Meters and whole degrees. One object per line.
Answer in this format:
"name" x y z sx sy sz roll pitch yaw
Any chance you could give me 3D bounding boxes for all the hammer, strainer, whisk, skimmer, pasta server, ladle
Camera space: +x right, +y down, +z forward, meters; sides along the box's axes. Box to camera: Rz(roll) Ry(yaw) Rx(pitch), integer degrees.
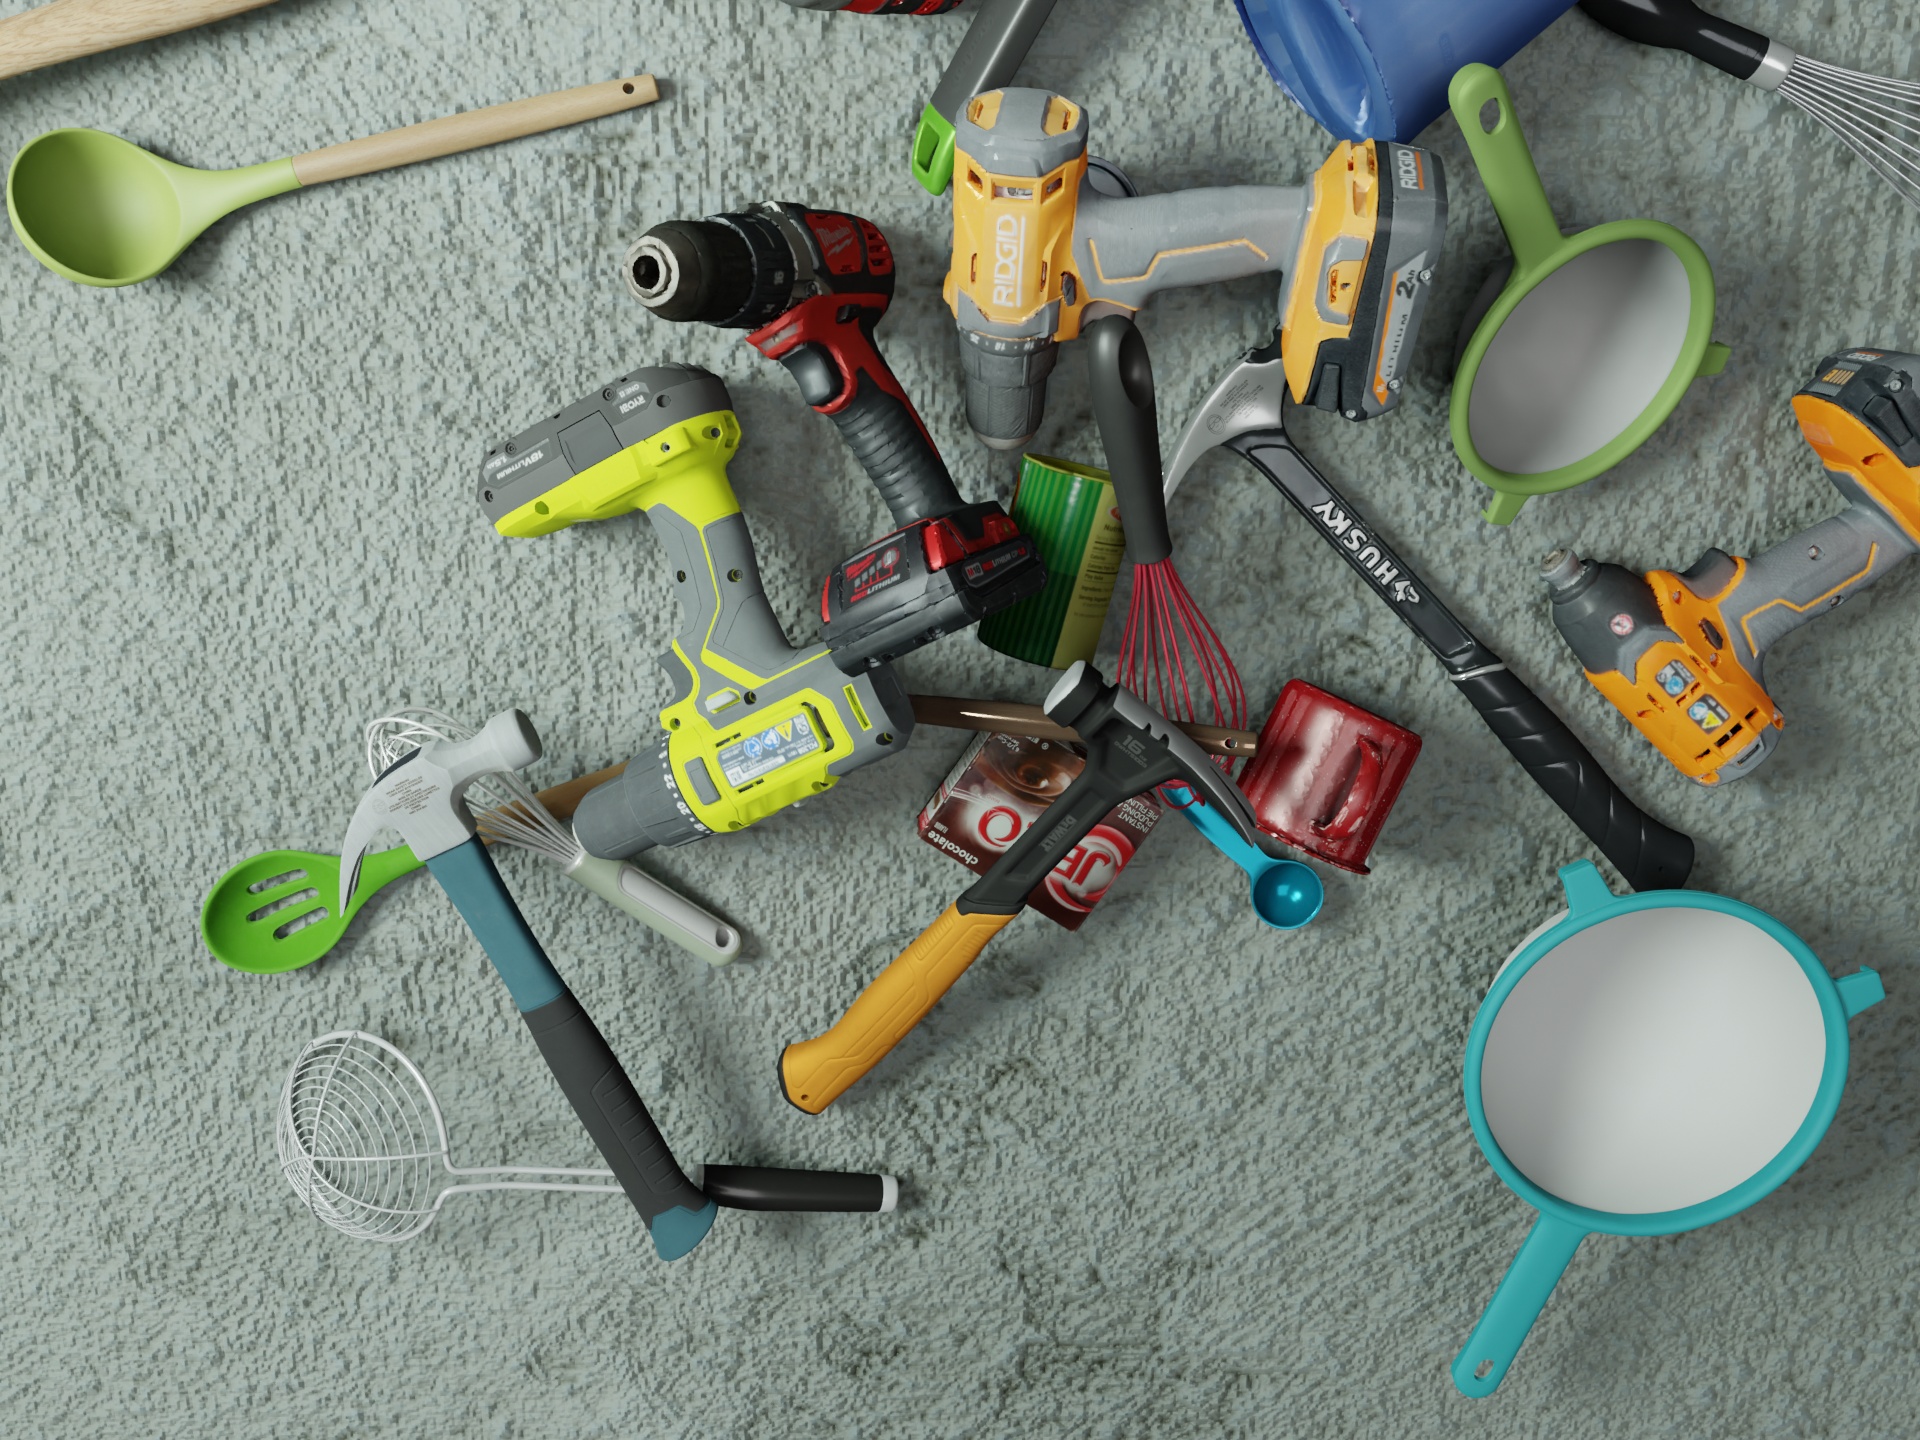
"hammer" -0.403 -0.343 0.767 0.331 0.031 0.130 -20 73 -5
"strainer" 0.279 -0.226 0.792 0.151 0.069 0.256 -37 132 8
"whisk" -0.218 0.070 0.876 0.246 0.058 0.059 37 138 -26
"hammer" 0.274 -0.038 0.893 0.149 0.036 0.408 -44 103 10
"whisk" 0.445 -0.325 0.817 0.284 0.070 0.070 23 103 -4
"skimmer" -0.220 0.258 0.954 0.363 0.090 0.127 7 104 -15
"whisk" 0.101 -0.071 0.821 0.073 0.073 0.295 -15 126 1
"pasta server" -0.001 -0.003 0.848 0.316 0.040 0.060 6 98 15
"hammer" -0.217 0.159 0.856 0.128 0.033 0.330 -24 111 1
"hammer" 0.009 0.118 0.872 0.127 0.034 0.336 38 118 -8
"ladle" -0.309 -0.283 0.794 0.320 0.062 0.078 -14 97 -1
"strainer" 0.365 0.240 0.942 0.211 0.095 0.340 20 106 -4

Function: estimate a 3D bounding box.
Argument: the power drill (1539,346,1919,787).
"power drill" 0.436 -0.093 0.864 0.164 0.084 0.226 41 103 -11

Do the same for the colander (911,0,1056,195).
"colander" 0.106 -0.419 0.755 0.094 0.205 0.397 10 126 -40

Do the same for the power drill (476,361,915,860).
"power drill" -0.153 -0.049 0.824 0.190 0.080 0.228 -24 94 15

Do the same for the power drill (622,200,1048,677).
"power drill" -0.060 -0.140 0.758 0.080 0.188 0.226 -23 94 28

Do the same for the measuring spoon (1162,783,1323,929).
"measuring spoon" 0.160 0.069 0.929 0.042 0.021 0.128 -44 93 11

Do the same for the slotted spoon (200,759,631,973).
"slotted spoon" -0.277 0.067 0.902 0.314 0.031 0.070 -20 105 1

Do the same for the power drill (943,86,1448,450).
"power drill" 0.104 -0.204 0.780 0.226 0.084 0.185 7 137 4

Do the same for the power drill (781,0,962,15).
"power drill" -0.065 -0.440 0.723 0.143 0.079 0.219 -20 110 -41
